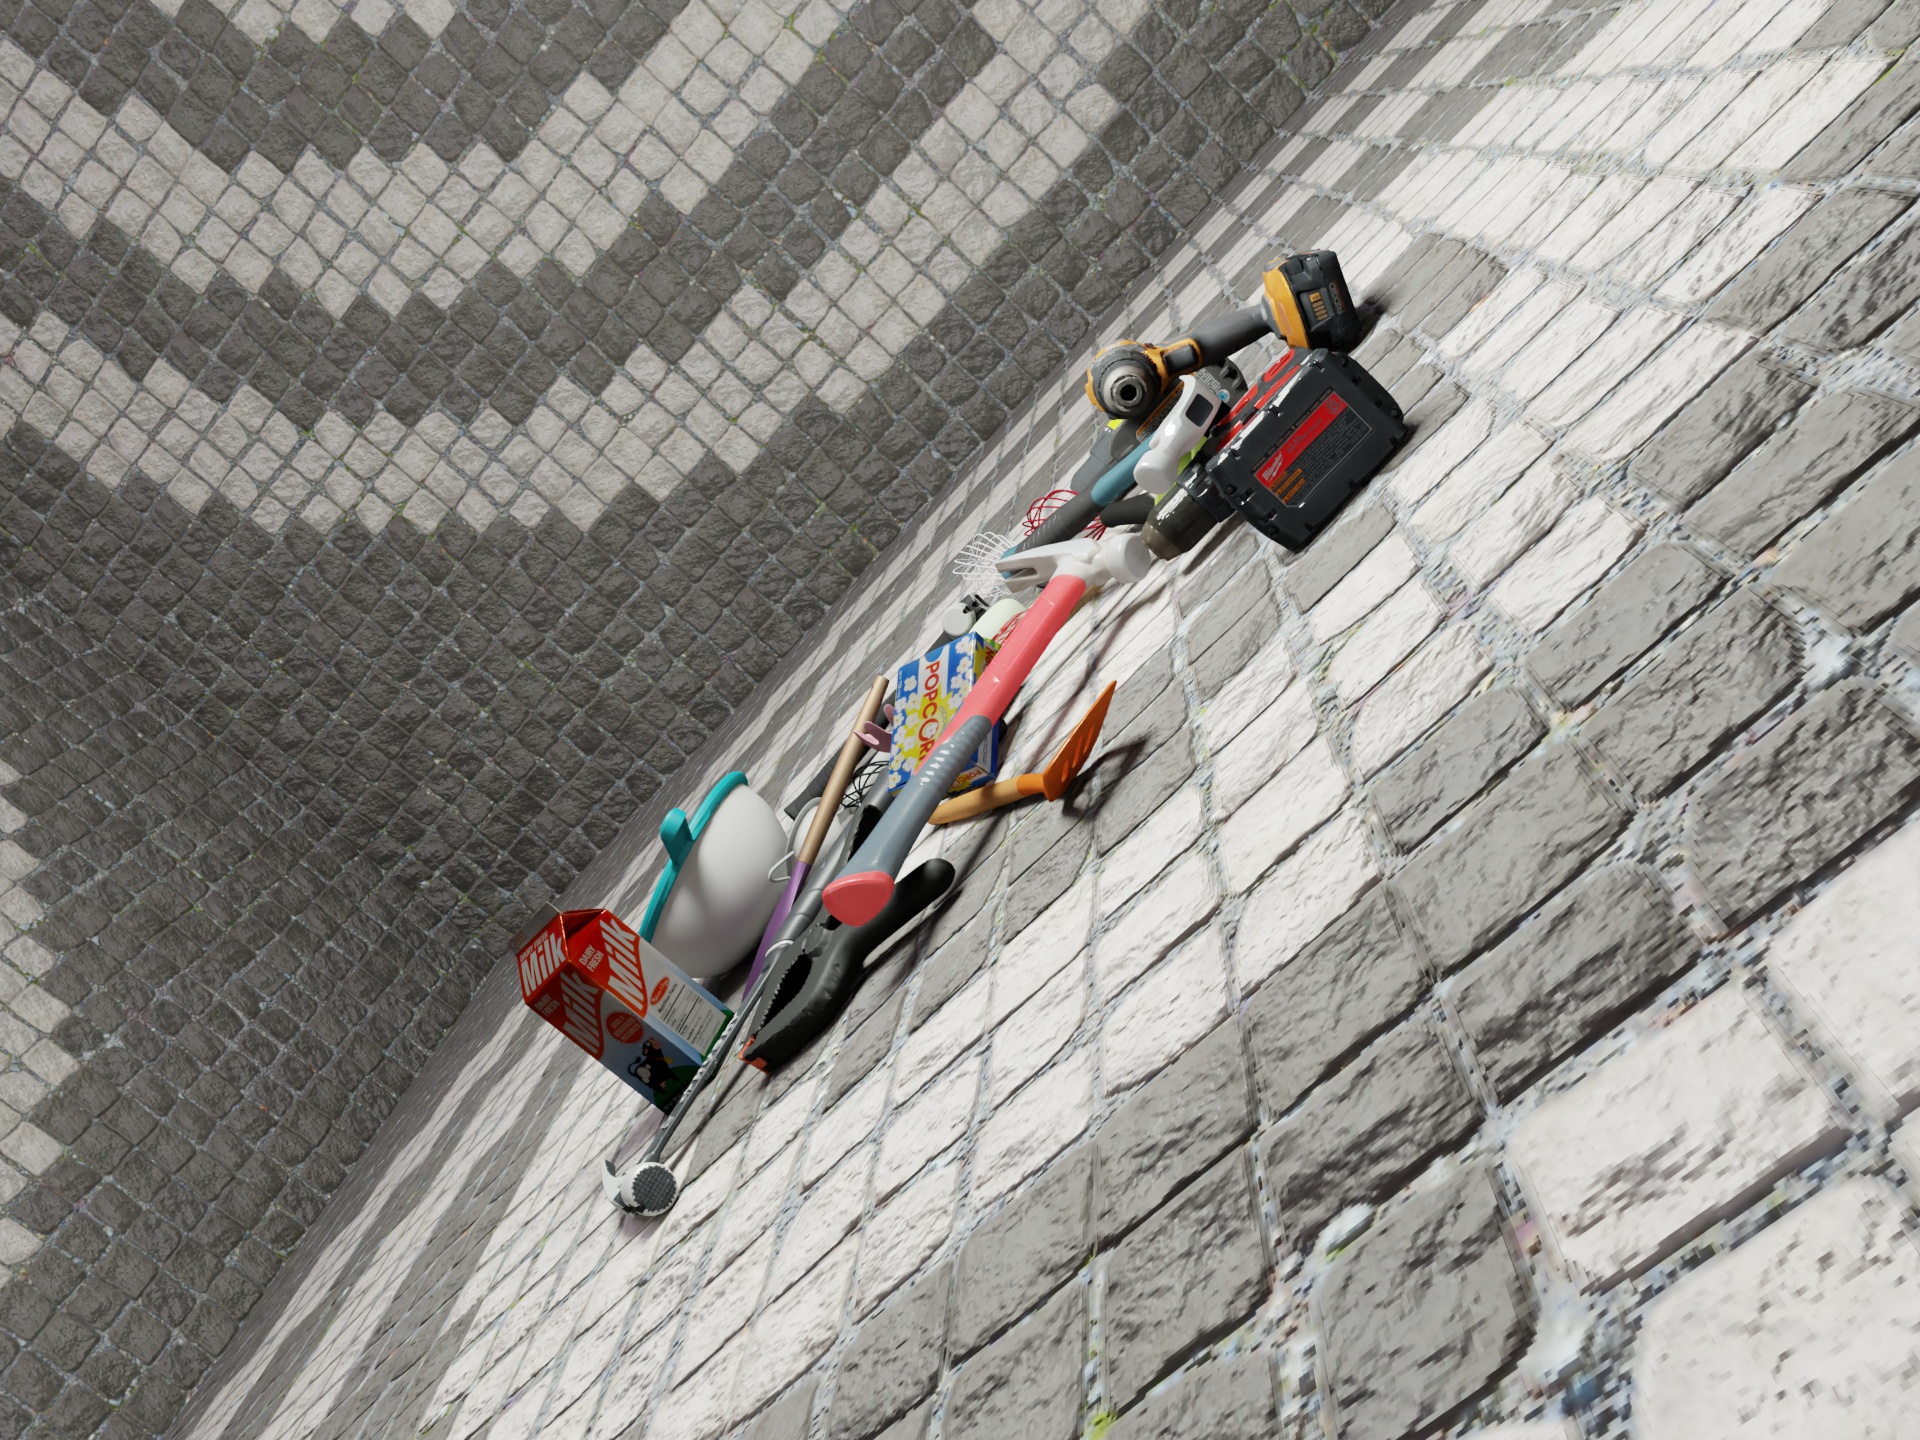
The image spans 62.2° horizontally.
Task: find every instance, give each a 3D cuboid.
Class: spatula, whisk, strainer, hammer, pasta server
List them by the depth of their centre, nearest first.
[{"bbox_3d":[0.030,0.042,1.120,0.081,0.041,0.322,-52,10,-22],"label":"spatula"},{"bbox_3d":[0.001,-0.004,1.166,0.143,0.038,0.386,-5,39,43],"label":"hammer"},{"bbox_3d":[-0.151,0.200,1.241,0.409,0.036,0.149,-57,12,-27],"label":"hammer"},{"bbox_3d":[0.109,-0.180,1.294,0.128,0.033,0.331,-56,10,-25],"label":"hammer"},{"bbox_3d":[-0.034,0.039,1.374,0.239,0.055,0.055,-29,21,50],"label":"whisk"},{"bbox_3d":[-0.128,0.103,1.402,0.316,0.018,0.060,-68,16,-14],"label":"spatula"},{"bbox_3d":[-0.210,0.143,1.423,0.340,0.095,0.211,106,-170,-73],"label":"strainer"},{"bbox_3d":[-0.045,-0.007,1.476,0.060,0.040,0.316,-39,2,8],"label":"pasta server"},{"bbox_3d":[0.133,-0.191,1.505,0.073,0.073,0.296,-51,18,-13],"label":"whisk"},{"bbox_3d":[-0.106,0.083,1.518,0.258,0.050,0.086,-55,-32,-55],"label":"strainer"},{"bbox_3d":[0.065,-0.143,1.539,0.070,0.070,0.285,-50,22,-6],"label":"whisk"},{"bbox_3d":[-0.080,-0.008,1.701,0.334,0.035,0.146,-49,-3,19],"label":"hammer"}]

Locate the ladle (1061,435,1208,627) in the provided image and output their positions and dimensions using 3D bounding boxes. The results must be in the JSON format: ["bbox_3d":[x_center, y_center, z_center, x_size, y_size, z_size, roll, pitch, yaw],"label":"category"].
[{"bbox_3d":[0.093,-0.113,1.309,0.320,0.062,0.078,-44,19,1],"label":"ladle"}]

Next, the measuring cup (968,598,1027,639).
[{"bbox_3d":[0.009,-0.067,1.587,0.167,0.038,0.083,-34,18,46],"label":"measuring cup"}]

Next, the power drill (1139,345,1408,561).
[{"bbox_3d":[0.207,-0.178,1.113,0.188,0.080,0.227,-46,8,10],"label":"power drill"}]

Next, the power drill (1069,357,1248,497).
[{"bbox_3d":[0.187,-0.282,1.548,0.190,0.080,0.228,-47,8,6],"label":"power drill"}]

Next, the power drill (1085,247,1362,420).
[{"bbox_3d":[0.212,-0.313,1.325,0.226,0.084,0.185,-21,14,11],"label":"power drill"}]
